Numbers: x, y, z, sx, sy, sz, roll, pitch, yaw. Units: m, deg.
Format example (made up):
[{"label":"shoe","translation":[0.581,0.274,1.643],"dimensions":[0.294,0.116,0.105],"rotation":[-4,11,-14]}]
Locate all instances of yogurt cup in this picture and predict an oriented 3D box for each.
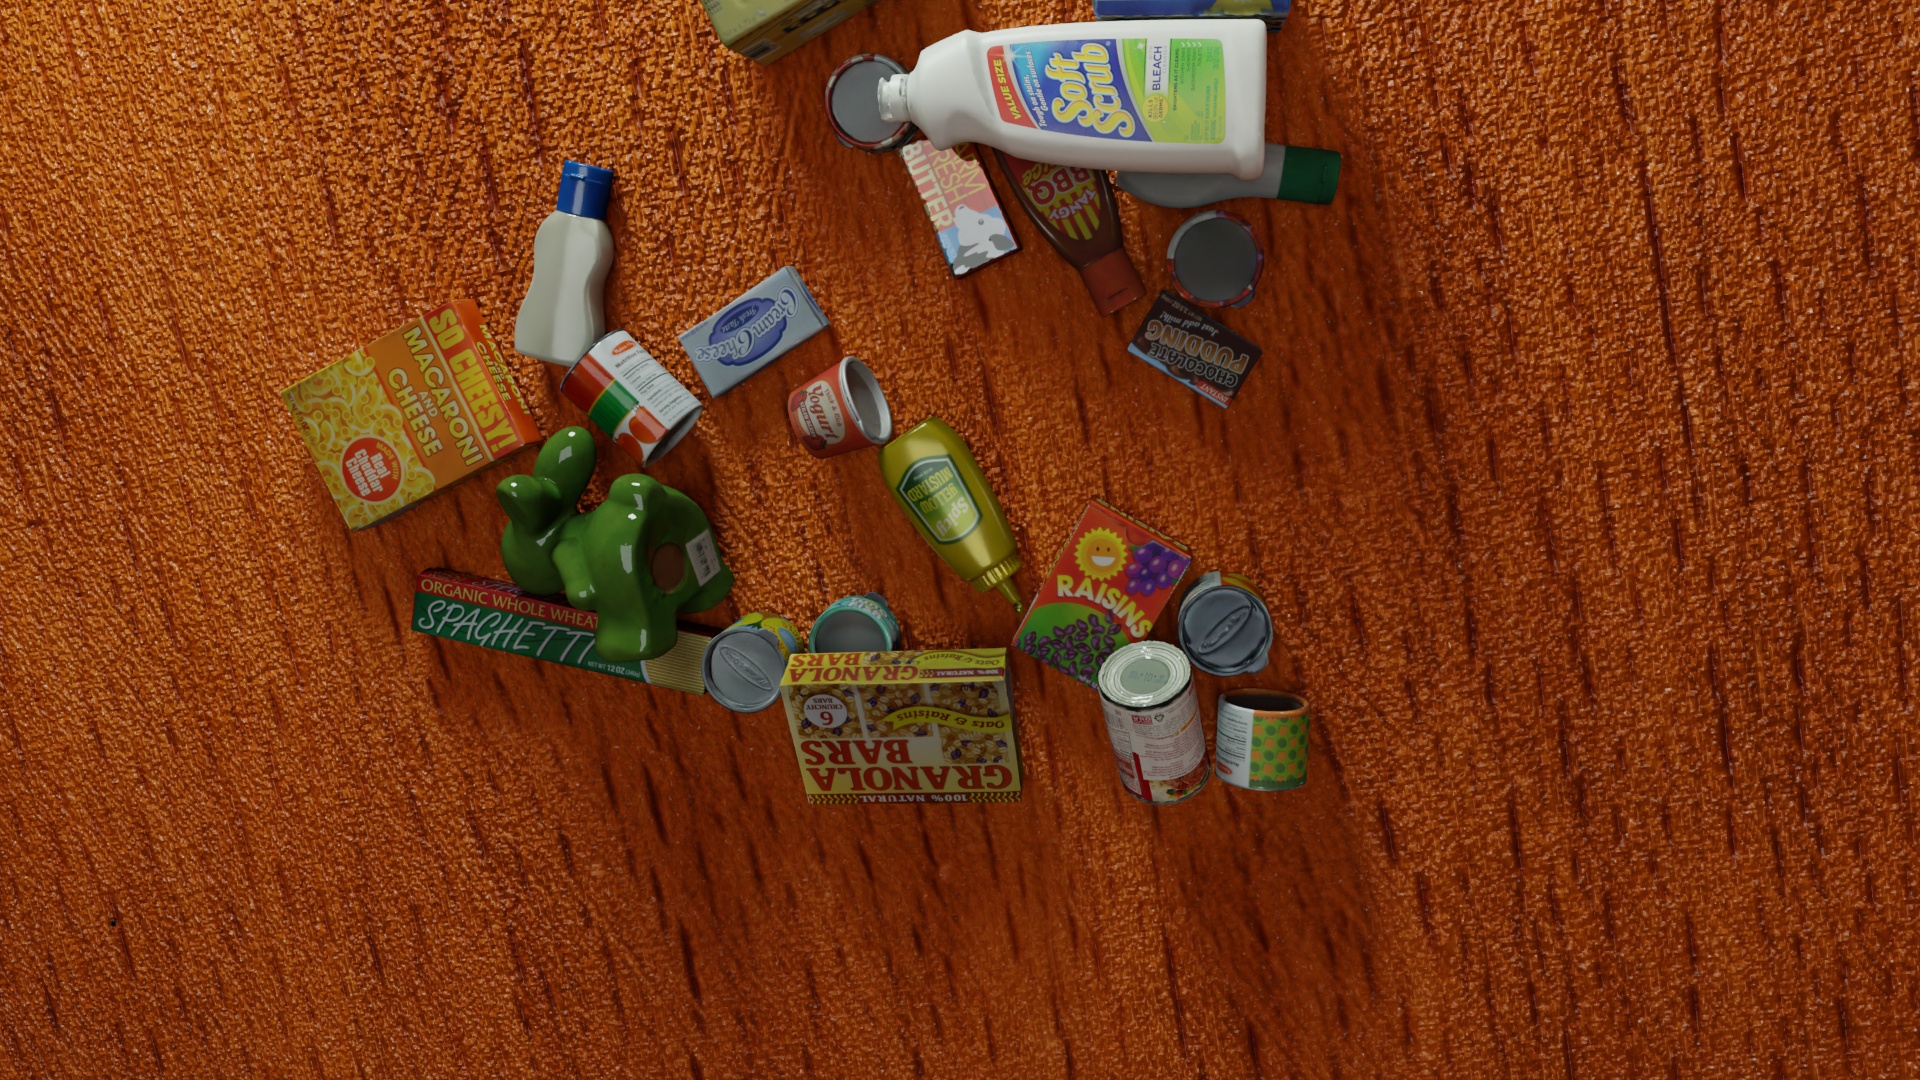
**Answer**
[{"label":"yogurt cup","translation":[-0.089,-0.094,1.014],"dimensions":[0.054,0.072,0.072],"rotation":[-21,96,20]}]

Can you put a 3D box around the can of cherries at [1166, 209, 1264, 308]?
[{"label":"can of cherries","translation":[0.177,-0.191,0.957],"dimensions":[0.071,0.058,0.071],"rotation":[2,100,9]}]

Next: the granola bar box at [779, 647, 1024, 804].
[{"label":"granola bar box","translation":[-0.040,0.140,1.037],"dimensions":[0.165,0.039,0.123],"rotation":[-2,124,9]}]

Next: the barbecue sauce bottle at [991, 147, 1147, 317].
[{"label":"barbecue sauce bottle","translation":[0.081,-0.230,0.973],"dimensions":[0.065,0.044,0.148],"rotation":[-27,95,12]}]

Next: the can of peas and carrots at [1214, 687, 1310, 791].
[{"label":"can of peas and carrots","translation":[0.221,0.143,1.006],"dimensions":[0.071,0.071,0.058],"rotation":[3,100,9]}]

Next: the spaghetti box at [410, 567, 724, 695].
[{"label":"spaghetti box","translation":[-0.312,0.071,1.095],"dimensions":[0.250,0.029,0.050],"rotation":[11,101,7]}]

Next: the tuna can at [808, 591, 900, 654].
[{"label":"tuna can","translation":[-0.079,0.075,1.057],"dimensions":[0.071,0.033,0.071],"rotation":[2,101,9]}]

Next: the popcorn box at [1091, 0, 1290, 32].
[{"label":"popcorn box","translation":[0.152,-0.360,0.917],"dimensions":[0.127,0.085,0.038],"rotation":[2,102,8]}]

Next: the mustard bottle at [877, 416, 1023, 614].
[{"label":"mustard bottle","translation":[0.004,-0.013,1.020],"dimensions":[0.065,0.049,0.160],"rotation":[-34,93,15]}]

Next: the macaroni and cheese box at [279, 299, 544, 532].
[{"label":"macaroni and cheese box","translation":[-0.424,-0.097,1.078],"dimensions":[0.166,0.040,0.123],"rotation":[-24,95,13]}]

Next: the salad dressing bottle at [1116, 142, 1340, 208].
[{"label":"salad dressing bottle","translation":[0.183,-0.257,0.953],"dimensions":[0.148,0.044,0.064],"rotation":[9,99,6]}]

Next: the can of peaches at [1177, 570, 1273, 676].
[{"label":"can of peaches","translation":[0.191,0.060,0.999],"dimensions":[0.071,0.058,0.071],"rotation":[1,100,8]}]

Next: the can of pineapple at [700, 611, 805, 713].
[{"label":"can of pineapple","translation":[-0.155,0.091,1.059],"dimensions":[0.071,0.058,0.071],"rotation":[2,100,9]}]

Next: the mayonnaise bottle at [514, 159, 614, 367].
[{"label":"mayonnaise bottle","translation":[-0.290,-0.206,1.038],"dimensions":[0.065,0.041,0.147],"rotation":[15,101,5]}]

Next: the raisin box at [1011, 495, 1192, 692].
[{"label":"raisin box","translation":[0.104,0.041,1.019],"dimensions":[0.086,0.040,0.123],"rotation":[29,102,4]}]

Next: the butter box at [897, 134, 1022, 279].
[{"label":"butter box","translation":[0.000,-0.244,0.993],"dimensions":[0.053,0.024,0.103],"rotation":[-23,95,13]}]

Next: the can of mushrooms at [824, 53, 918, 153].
[{"label":"can of mushrooms","translation":[-0.063,-0.309,0.987],"dimensions":[0.071,0.033,0.071],"rotation":[1,100,8]}]

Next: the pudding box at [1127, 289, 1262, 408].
[{"label":"pudding box","translation":[0.165,-0.135,0.983],"dimensions":[0.084,0.030,0.049],"rotation":[32,104,3]}]

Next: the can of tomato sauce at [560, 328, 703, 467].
[{"label":"can of tomato sauce","translation":[-0.245,-0.104,1.036],"dimensions":[0.083,0.071,0.071],"rotation":[43,104,-1]}]

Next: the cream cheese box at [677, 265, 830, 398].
[{"label":"cream cheese box","translation":[-0.154,-0.155,1.033],"dimensions":[0.103,0.024,0.053],"rotation":[-30,94,13]}]
